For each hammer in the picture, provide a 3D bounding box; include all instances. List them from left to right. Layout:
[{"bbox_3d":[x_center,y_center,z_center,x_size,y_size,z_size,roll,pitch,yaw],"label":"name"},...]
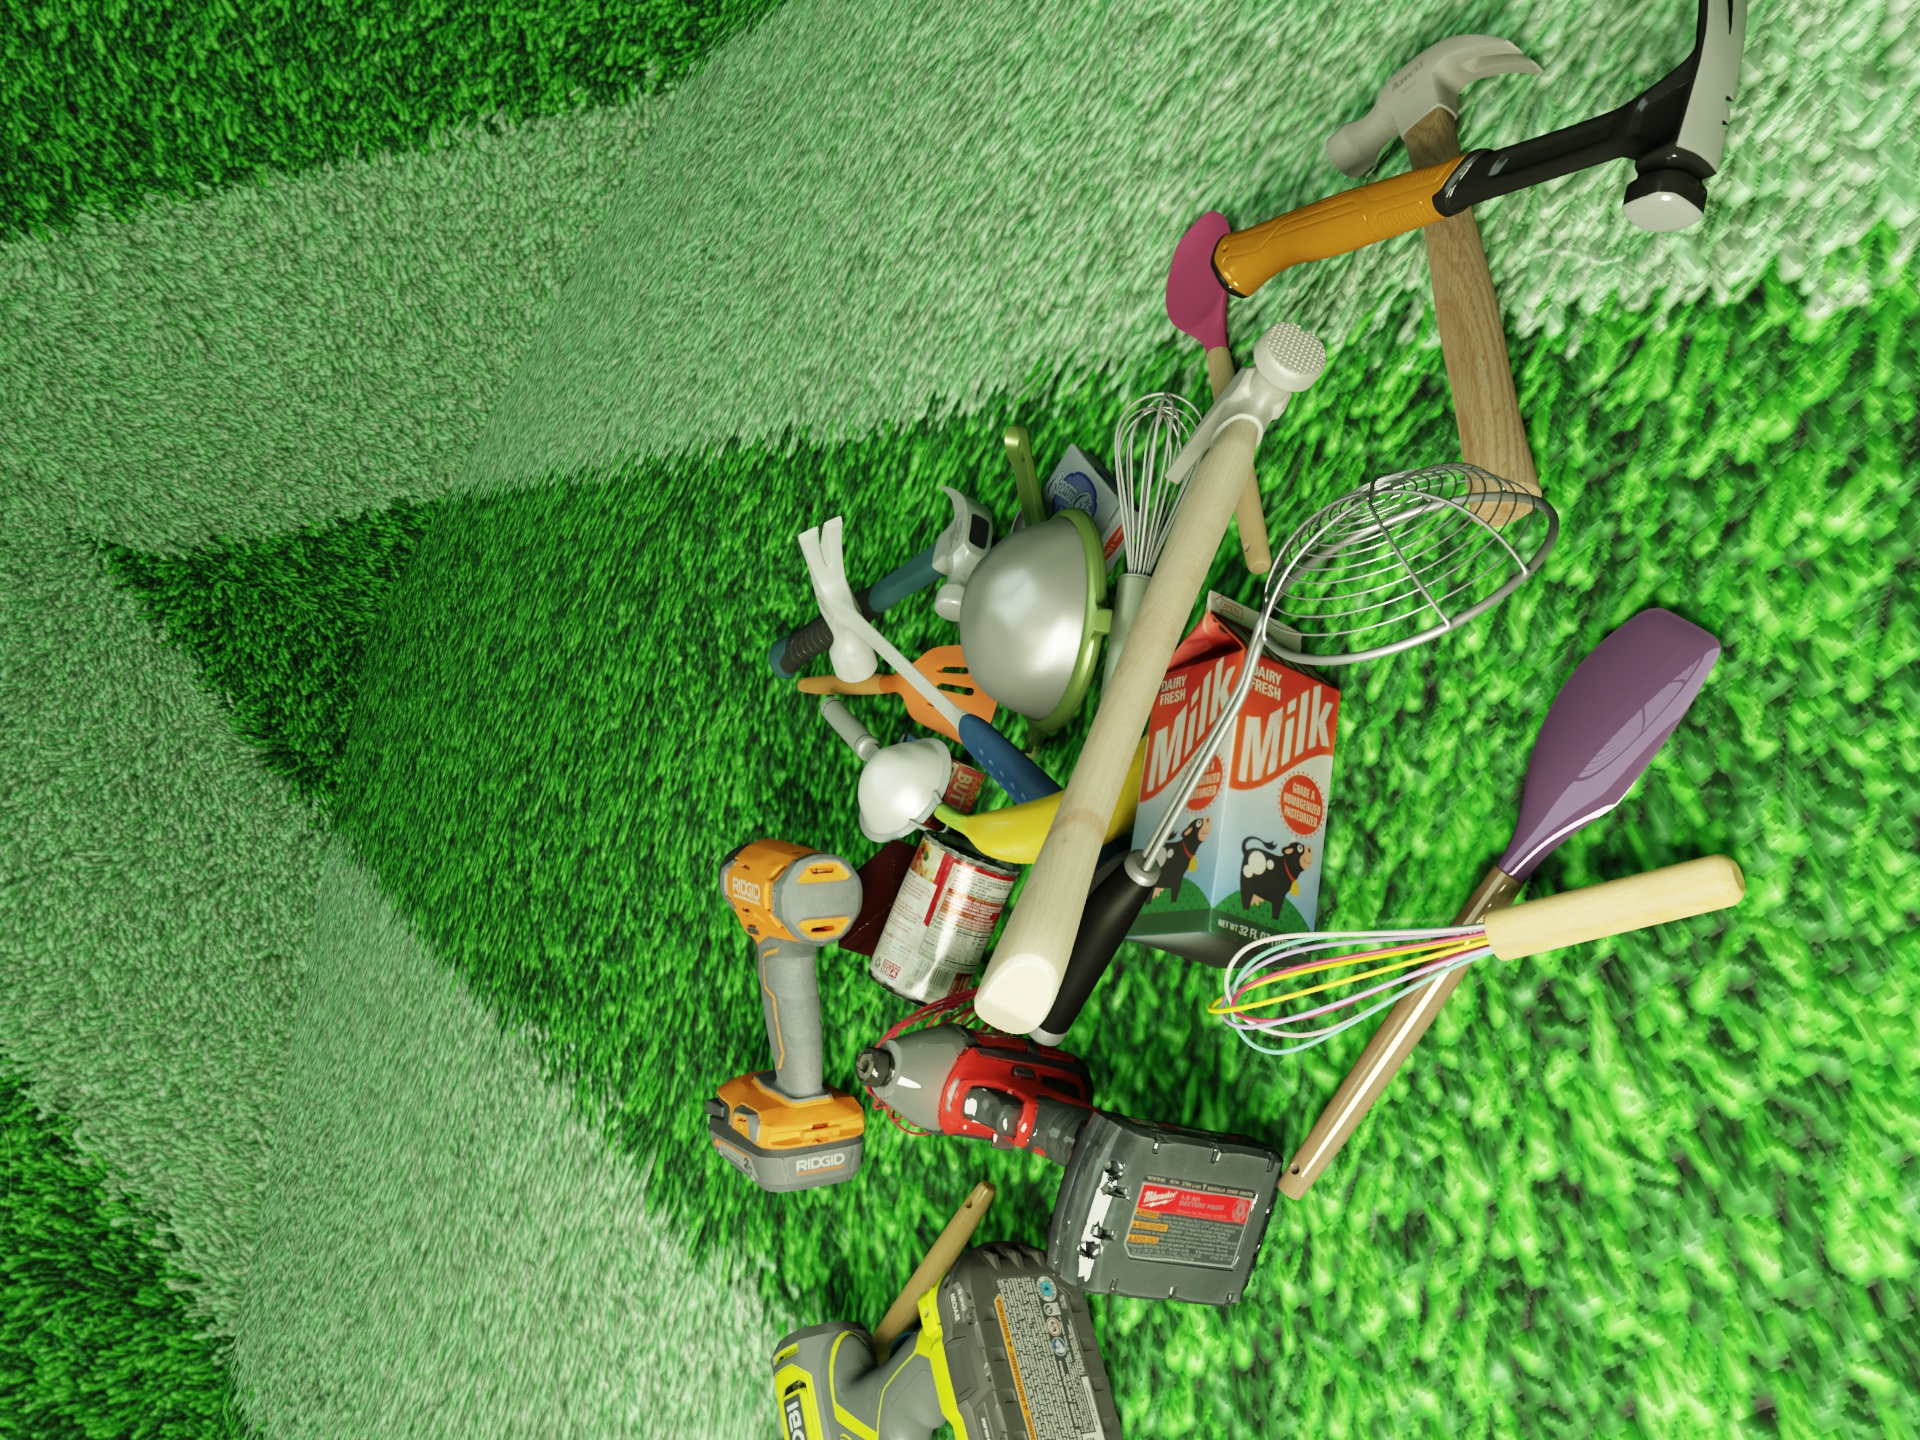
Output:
[{"bbox_3d":[-0.075,-0.097,1.325,0.331,0.033,0.128,-25,45,53],"label":"hammer"},{"bbox_3d":[-0.002,-0.003,1.050,0.035,0.143,0.406,-28,41,-16],"label":"hammer"},{"bbox_3d":[0.091,-0.024,0.824,0.411,0.038,0.146,-65,5,-30],"label":"hammer"},{"bbox_3d":[0.252,-0.288,0.846,0.337,0.034,0.127,3,76,60],"label":"hammer"},{"bbox_3d":[0.270,-0.245,0.856,0.130,0.031,0.332,-36,43,45],"label":"hammer"}]

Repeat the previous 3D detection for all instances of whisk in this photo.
[{"bbox_3d":[0.026,0.163,0.942,0.295,0.073,0.073,-50,34,38],"label":"whisk"},{"bbox_3d":[0.115,-0.096,1.010,0.057,0.059,0.246,75,-156,-76],"label":"whisk"},{"bbox_3d":[0.211,0.101,0.688,0.245,0.047,0.051,-23,57,38],"label":"whisk"}]

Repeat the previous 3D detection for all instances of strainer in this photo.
[{"bbox_3d":[-0.069,0.023,1.189,0.087,0.050,0.259,-49,27,0],"label":"strainer"},{"bbox_3d":[0.032,-0.112,1.080,0.151,0.069,0.257,116,153,-48],"label":"strainer"}]

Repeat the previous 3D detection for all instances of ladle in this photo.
[{"bbox_3d":[-0.061,0.411,0.988,0.315,0.031,0.069,-59,39,13],"label":"ladle"}]

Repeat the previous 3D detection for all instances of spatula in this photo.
[{"bbox_3d":[-0.061,-0.026,1.277,0.323,0.041,0.081,2,74,64],"label":"spatula"},{"bbox_3d":[0.231,0.089,0.716,0.316,0.018,0.060,-60,34,13],"label":"spatula"}]

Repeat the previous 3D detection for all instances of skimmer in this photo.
[{"bbox_3d":[0.137,0.036,0.739,0.127,0.090,0.363,-70,5,-58],"label":"skimmer"}]

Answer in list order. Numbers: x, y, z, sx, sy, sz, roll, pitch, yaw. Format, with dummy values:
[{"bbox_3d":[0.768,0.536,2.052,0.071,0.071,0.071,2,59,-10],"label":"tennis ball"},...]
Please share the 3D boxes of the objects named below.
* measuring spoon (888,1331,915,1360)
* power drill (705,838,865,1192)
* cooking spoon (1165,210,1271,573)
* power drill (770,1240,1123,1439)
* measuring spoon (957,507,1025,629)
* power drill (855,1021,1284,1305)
[{"bbox_3d":[-0.041,0.420,0.956,0.042,0.021,0.128,48,118,44],"label":"measuring spoon"},{"bbox_3d":[-0.129,0.196,1.119,0.164,0.084,0.226,6,97,60],"label":"power drill"},{"bbox_3d":[0.169,-0.217,1.020,0.068,0.017,0.319,-43,38,41],"label":"cooking spoon"},{"bbox_3d":[-0.017,0.392,0.862,0.223,0.080,0.171,-45,49,37],"label":"power drill"},{"bbox_3d":[0.032,-0.112,1.189,0.124,0.018,0.034,-55,29,35],"label":"measuring spoon"},{"bbox_3d":[0.046,0.214,0.820,0.220,0.143,0.078,16,88,58],"label":"power drill"}]
